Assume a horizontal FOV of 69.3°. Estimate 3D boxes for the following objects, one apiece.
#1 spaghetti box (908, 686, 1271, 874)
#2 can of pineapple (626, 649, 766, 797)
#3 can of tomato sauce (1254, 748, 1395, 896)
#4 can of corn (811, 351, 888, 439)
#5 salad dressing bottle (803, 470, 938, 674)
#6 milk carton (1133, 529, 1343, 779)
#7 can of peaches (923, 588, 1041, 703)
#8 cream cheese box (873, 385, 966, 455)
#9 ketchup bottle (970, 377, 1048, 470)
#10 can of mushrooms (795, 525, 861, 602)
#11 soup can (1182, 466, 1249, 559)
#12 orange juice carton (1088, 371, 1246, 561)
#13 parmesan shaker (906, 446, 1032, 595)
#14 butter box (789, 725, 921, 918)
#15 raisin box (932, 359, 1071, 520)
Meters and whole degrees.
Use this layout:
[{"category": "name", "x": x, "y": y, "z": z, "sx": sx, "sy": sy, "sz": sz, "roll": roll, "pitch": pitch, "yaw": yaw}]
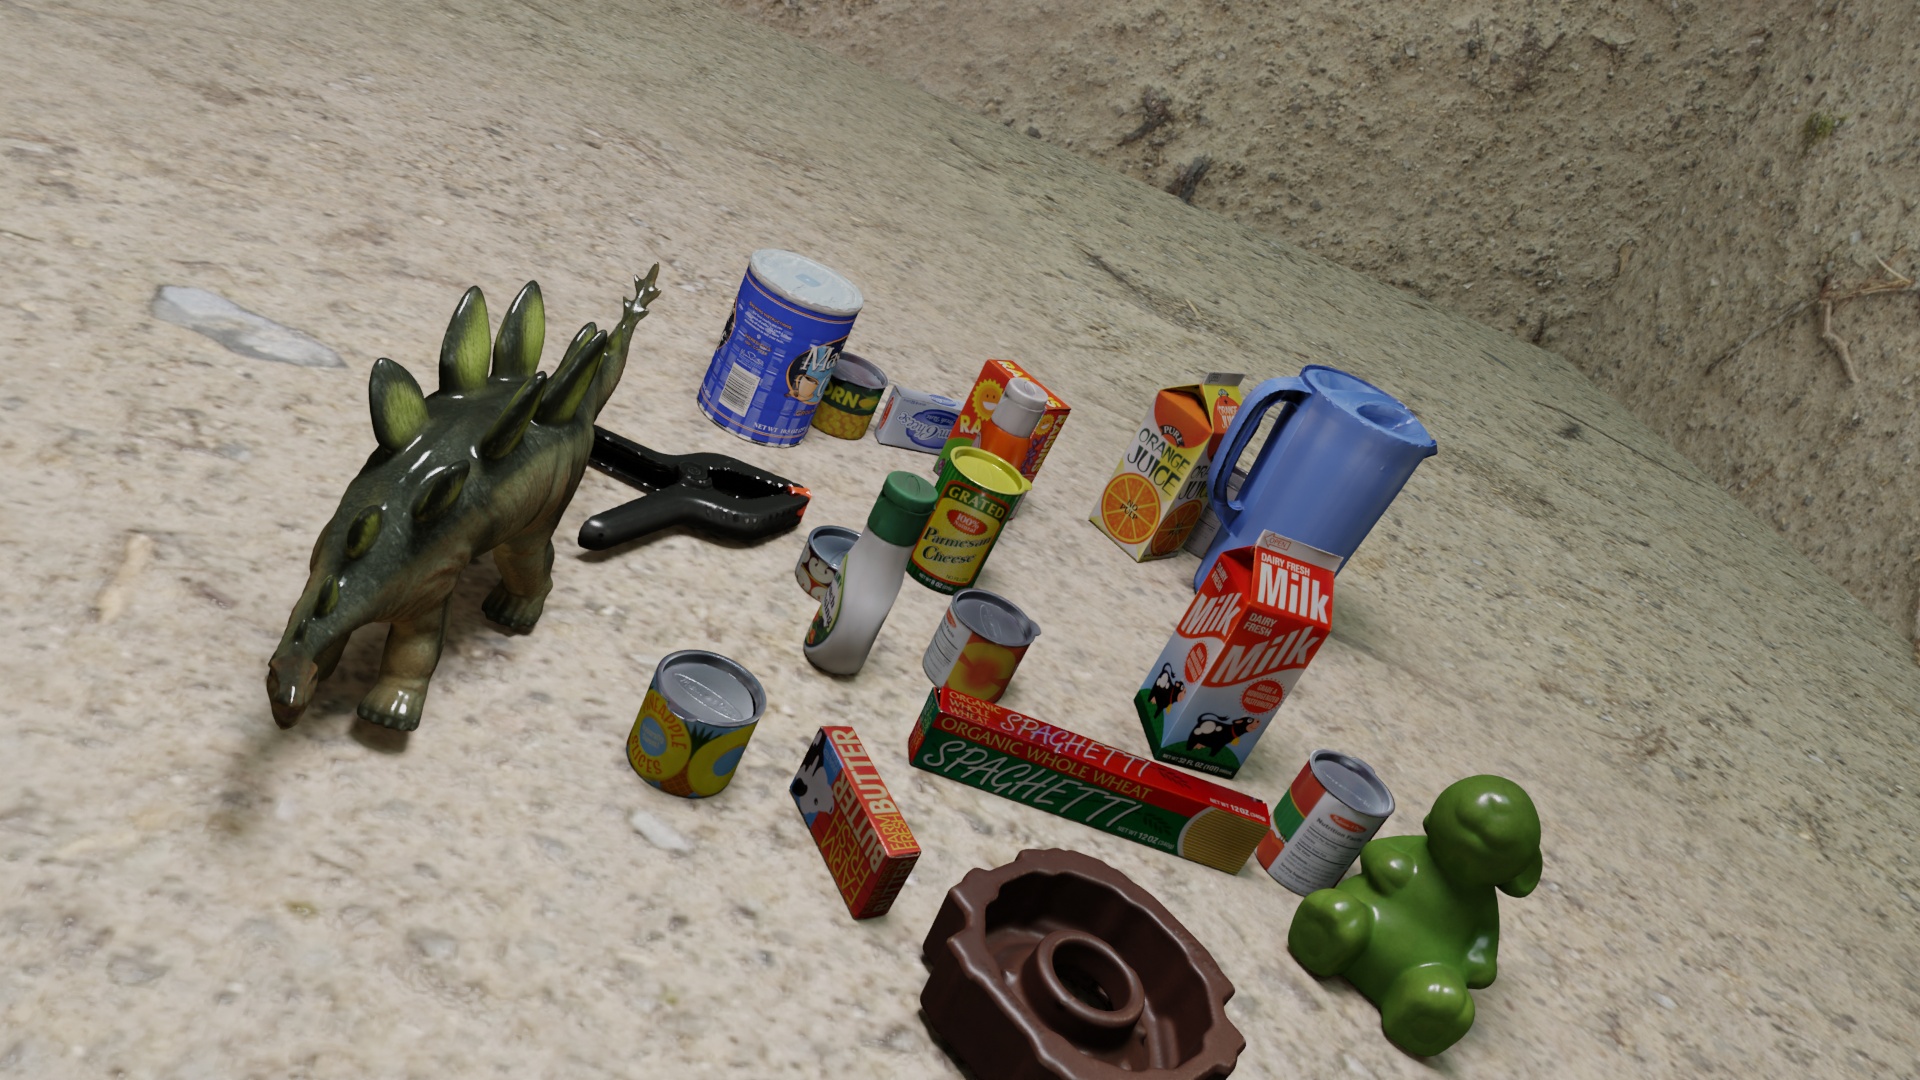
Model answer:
[{"category": "spaghetti box", "x": 0.087, "y": 0.162, "z": 0.931, "sx": 0.250, "sy": 0.050, "sz": 0.029, "roll": 21, "pitch": 26, "yaw": -12}, {"category": "can of pineapple", "x": -0.154, "y": 0.106, "z": 0.801, "sx": 0.071, "sy": 0.057, "sz": 0.071, "roll": 21, "pitch": 26, "yaw": -11}, {"category": "can of tomato sauce", "x": 0.255, "y": 0.199, "z": 0.981, "sx": 0.071, "sy": 0.082, "sz": 0.071, "roll": 22, "pitch": 26, "yaw": -11}, {"category": "can of corn", "x": -0.109, "y": -0.133, "z": 1.280, "sx": 0.071, "sy": 0.058, "sz": 0.071, "roll": 21, "pitch": 26, "yaw": -11}, {"category": "salad dressing bottle", "x": -0.060, "y": 0.022, "z": 0.939, "sx": 0.044, "sy": 0.147, "sz": 0.064, "roll": 20, "pitch": 27, "yaw": -15}, {"category": "milk carton", "x": 0.209, "y": 0.079, "z": 1.036, "sx": 0.072, "sy": 0.189, "sz": 0.074, "roll": 18, "pitch": 27, "yaw": -18}, {"category": "can of peaches", "x": 0.015, "y": 0.078, "z": 1.009, "sx": 0.071, "sy": 0.057, "sz": 0.071, "roll": 21, "pitch": 26, "yaw": -11}, {"category": "cream cheese box", "x": -0.027, "y": -0.110, "z": 1.319, "sx": 0.104, "sy": 0.053, "sz": 0.024, "roll": 9, "pitch": 31, "yaw": -32}, {"category": "ketchup bottle", "x": 0.028, "y": -0.066, "z": 1.181, "sx": 0.043, "sy": 0.148, "sz": 0.065, "roll": 19, "pitch": 27, "yaw": -17}, {"category": "can of mushrooms", "x": -0.087, "y": 0.022, "z": 1.044, "sx": 0.071, "sy": 0.033, "sz": 0.071, "roll": 21, "pitch": 26, "yaw": -11}, {"category": "soup can", "x": 0.263, "y": -0.029, "z": 1.404, "sx": 0.071, "sy": 0.083, "sz": 0.072, "roll": 22, "pitch": 26, "yaw": -11}, {"category": "orange juice carton", "x": 0.207, "y": -0.079, "z": 1.320, "sx": 0.072, "sy": 0.191, "sz": 0.073, "roll": -6, "pitch": 41, "yaw": -49}, {"category": "parmesan shaker", "x": 0.004, "y": -0.014, "z": 1.115, "sx": 0.071, "sy": 0.102, "sz": 0.071, "roll": 22, "pitch": 26, "yaw": -11}, {"category": "butter box", "x": -0.061, "y": 0.160, "z": 0.795, "sx": 0.024, "sy": 0.053, "sz": 0.104, "roll": 6, "pitch": 33, "yaw": -36}, {"category": "raisin box", "x": 0.037, "y": -0.091, "z": 1.263, "sx": 0.040, "sy": 0.122, "sz": 0.086, "roll": -4, "pitch": 39, "yaw": -47}]
